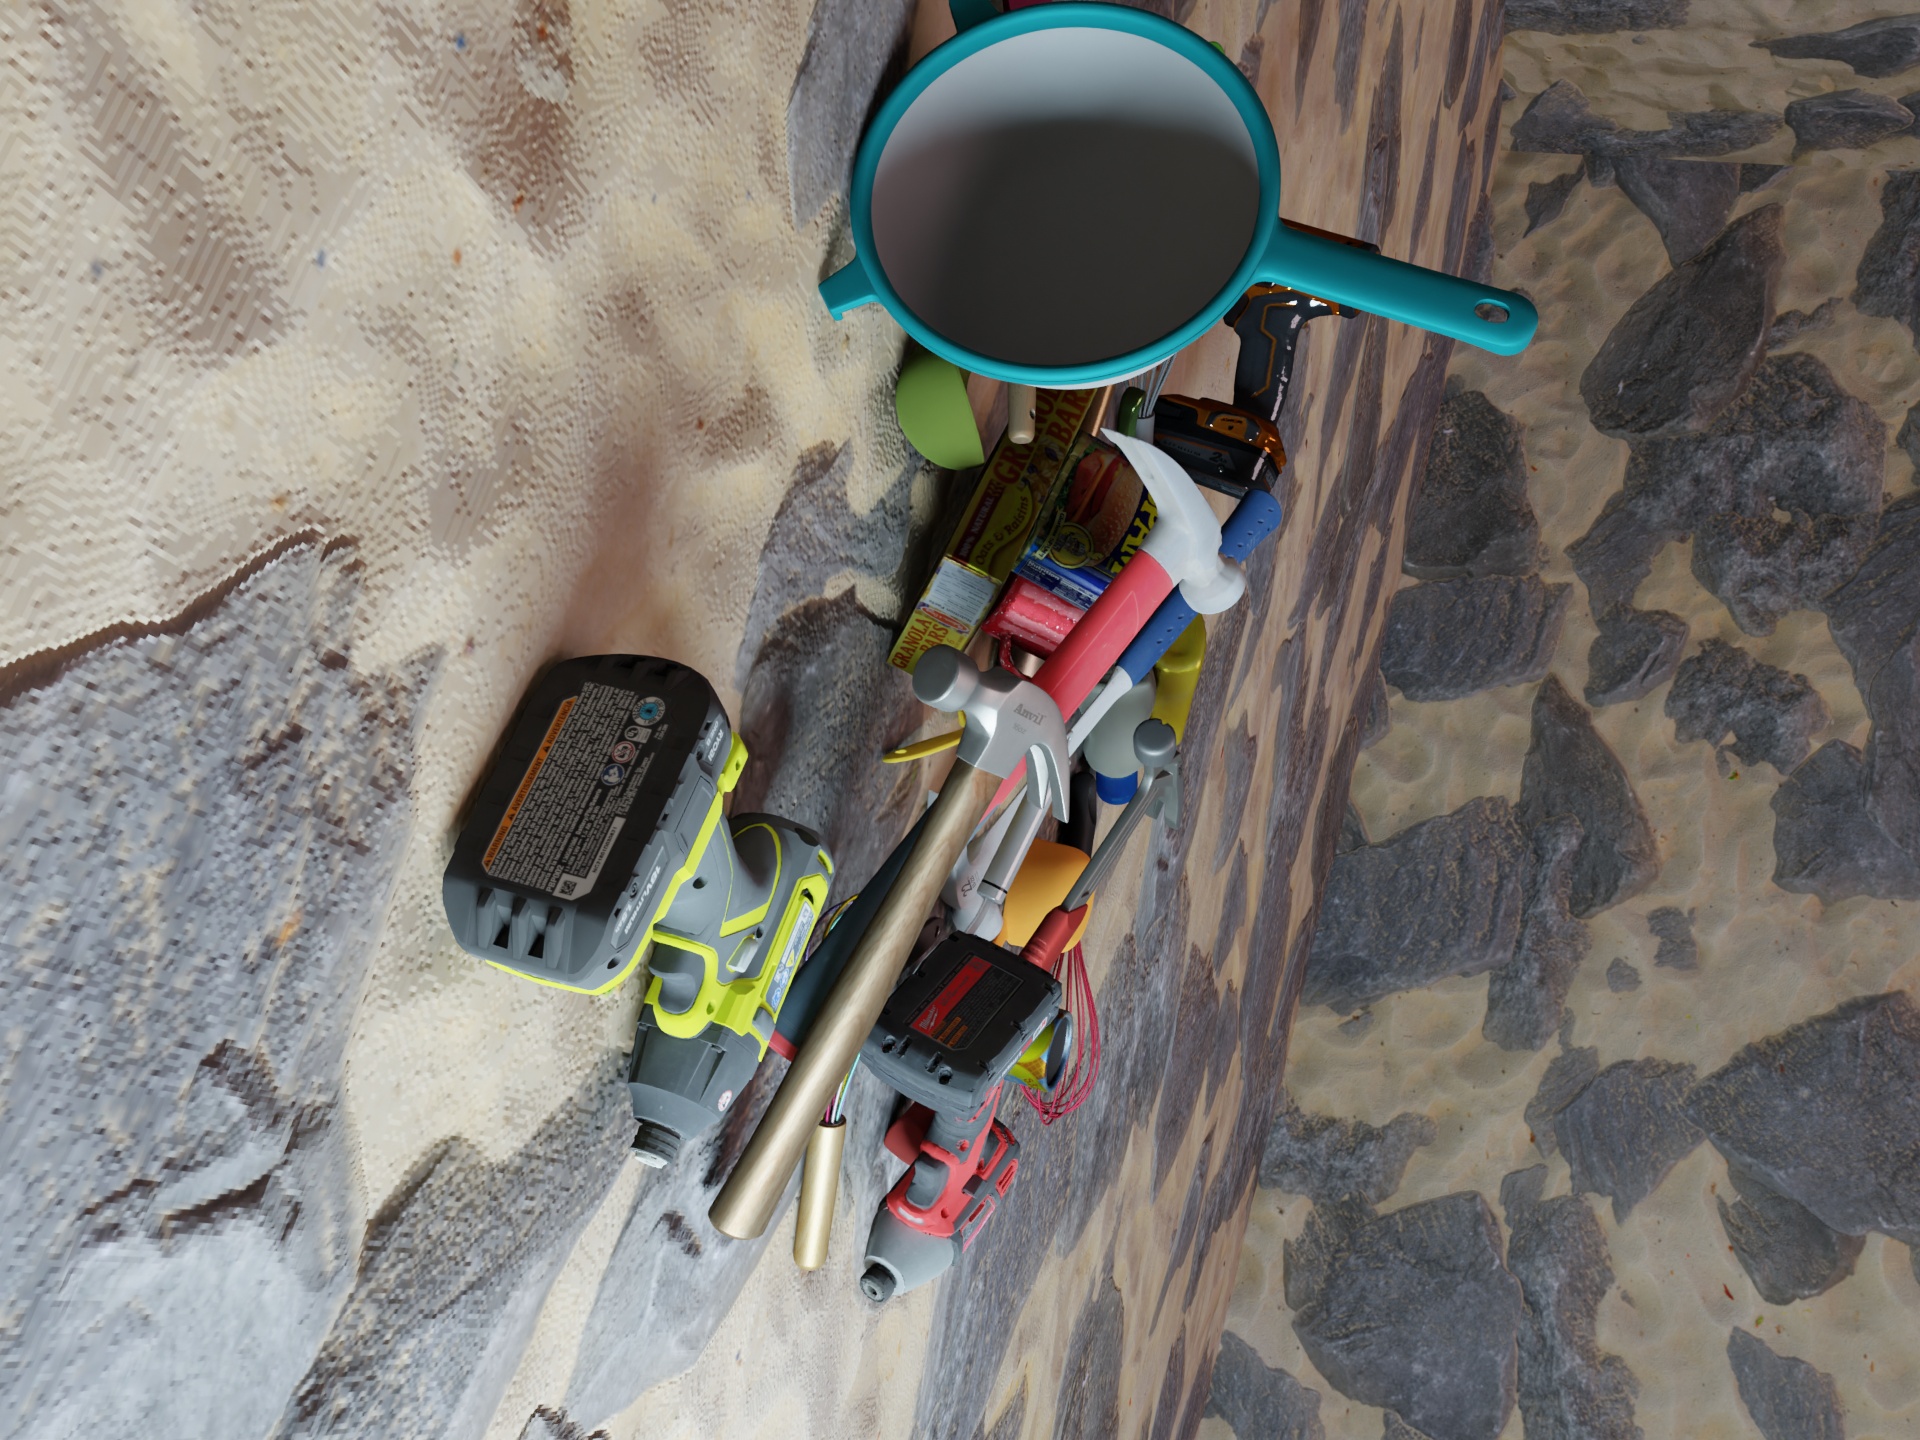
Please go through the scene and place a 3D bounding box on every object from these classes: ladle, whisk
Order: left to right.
[{"bbox_3d":[-0.072,0.217,0.946,0.047,0.051,0.245,-34,135,-69],"label":"whisk"},{"bbox_3d":[0.051,-0.262,0.955,0.320,0.062,0.078,-56,145,-35],"label":"ladle"},{"bbox_3d":[0.090,0.189,1.328,0.073,0.073,0.296,16,80,-69],"label":"whisk"},{"bbox_3d":[0.146,-0.242,1.266,0.055,0.055,0.238,-54,152,-47],"label":"whisk"}]

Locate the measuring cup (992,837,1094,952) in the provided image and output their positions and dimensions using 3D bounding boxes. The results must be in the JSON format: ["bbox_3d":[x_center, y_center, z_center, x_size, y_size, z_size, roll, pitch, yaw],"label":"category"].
[{"bbox_3d":[0.058,0.165,1.231,0.174,0.052,0.095,-58,151,-47],"label":"measuring cup"}]

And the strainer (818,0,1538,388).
[{"bbox_3d":[0.113,-0.229,0.805,0.095,0.340,0.211,68,43,-74],"label":"strainer"}]

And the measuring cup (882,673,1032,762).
[{"bbox_3d":[-0.002,-0.003,1.015,0.156,0.062,0.029,-21,111,-53],"label":"measuring cup"}]

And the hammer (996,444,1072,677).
[{"bbox_3d":[0.074,-0.224,1.101,0.146,0.038,0.410,9,92,-68],"label":"hammer"}]

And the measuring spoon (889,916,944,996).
[{"bbox_3d":[-0.031,0.159,1.049,0.124,0.018,0.034,-36,133,-62],"label":"measuring spoon"}]

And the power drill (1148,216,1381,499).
[{"bbox_3d":[0.230,-0.312,1.326,0.226,0.164,0.084,-66,159,0],"label":"power drill"}]

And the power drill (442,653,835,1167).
[{"bbox_3d":[-0.128,0.088,0.692,0.223,0.080,0.171,71,35,-58],"label":"power drill"}]

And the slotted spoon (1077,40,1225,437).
[{"bbox_3d":[0.124,-0.321,1.093,0.070,0.031,0.314,32,73,-65],"label":"slotted spoon"}]

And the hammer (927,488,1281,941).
[{"bbox_3d":[0.111,-0.027,1.152,0.405,0.035,0.143,-49,146,-22],"label":"hammer"}]

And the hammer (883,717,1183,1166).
[{"bbox_3d":[0.062,0.168,1.154,0.359,0.037,0.149,-54,156,-22],"label":"hammer"}]

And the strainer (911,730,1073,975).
[{"bbox_3d":[0.018,0.121,1.045,0.258,0.050,0.086,-63,157,-9],"label":"strainer"}]

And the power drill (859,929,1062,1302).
[{"bbox_3d":[-0.010,0.249,0.967,0.143,0.079,0.219,-42,148,-45],"label":"power drill"}]

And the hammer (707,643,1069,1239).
[{"bbox_3d":[-0.042,0.125,0.835,0.130,0.031,0.331,23,97,-46],"label":"hammer"}]

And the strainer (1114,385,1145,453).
[{"bbox_3d":[0.139,-0.142,1.199,0.151,0.069,0.256,-57,162,-33],"label":"strainer"}]

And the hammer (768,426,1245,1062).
[{"bbox_3d":[0.010,0.020,0.878,0.386,0.038,0.143,-51,134,-8],"label":"hammer"}]

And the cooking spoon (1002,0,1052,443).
[{"bbox_3d":[0.035,-0.308,0.897,0.068,0.017,0.319,21,67,-59],"label":"cooking spoon"}]
